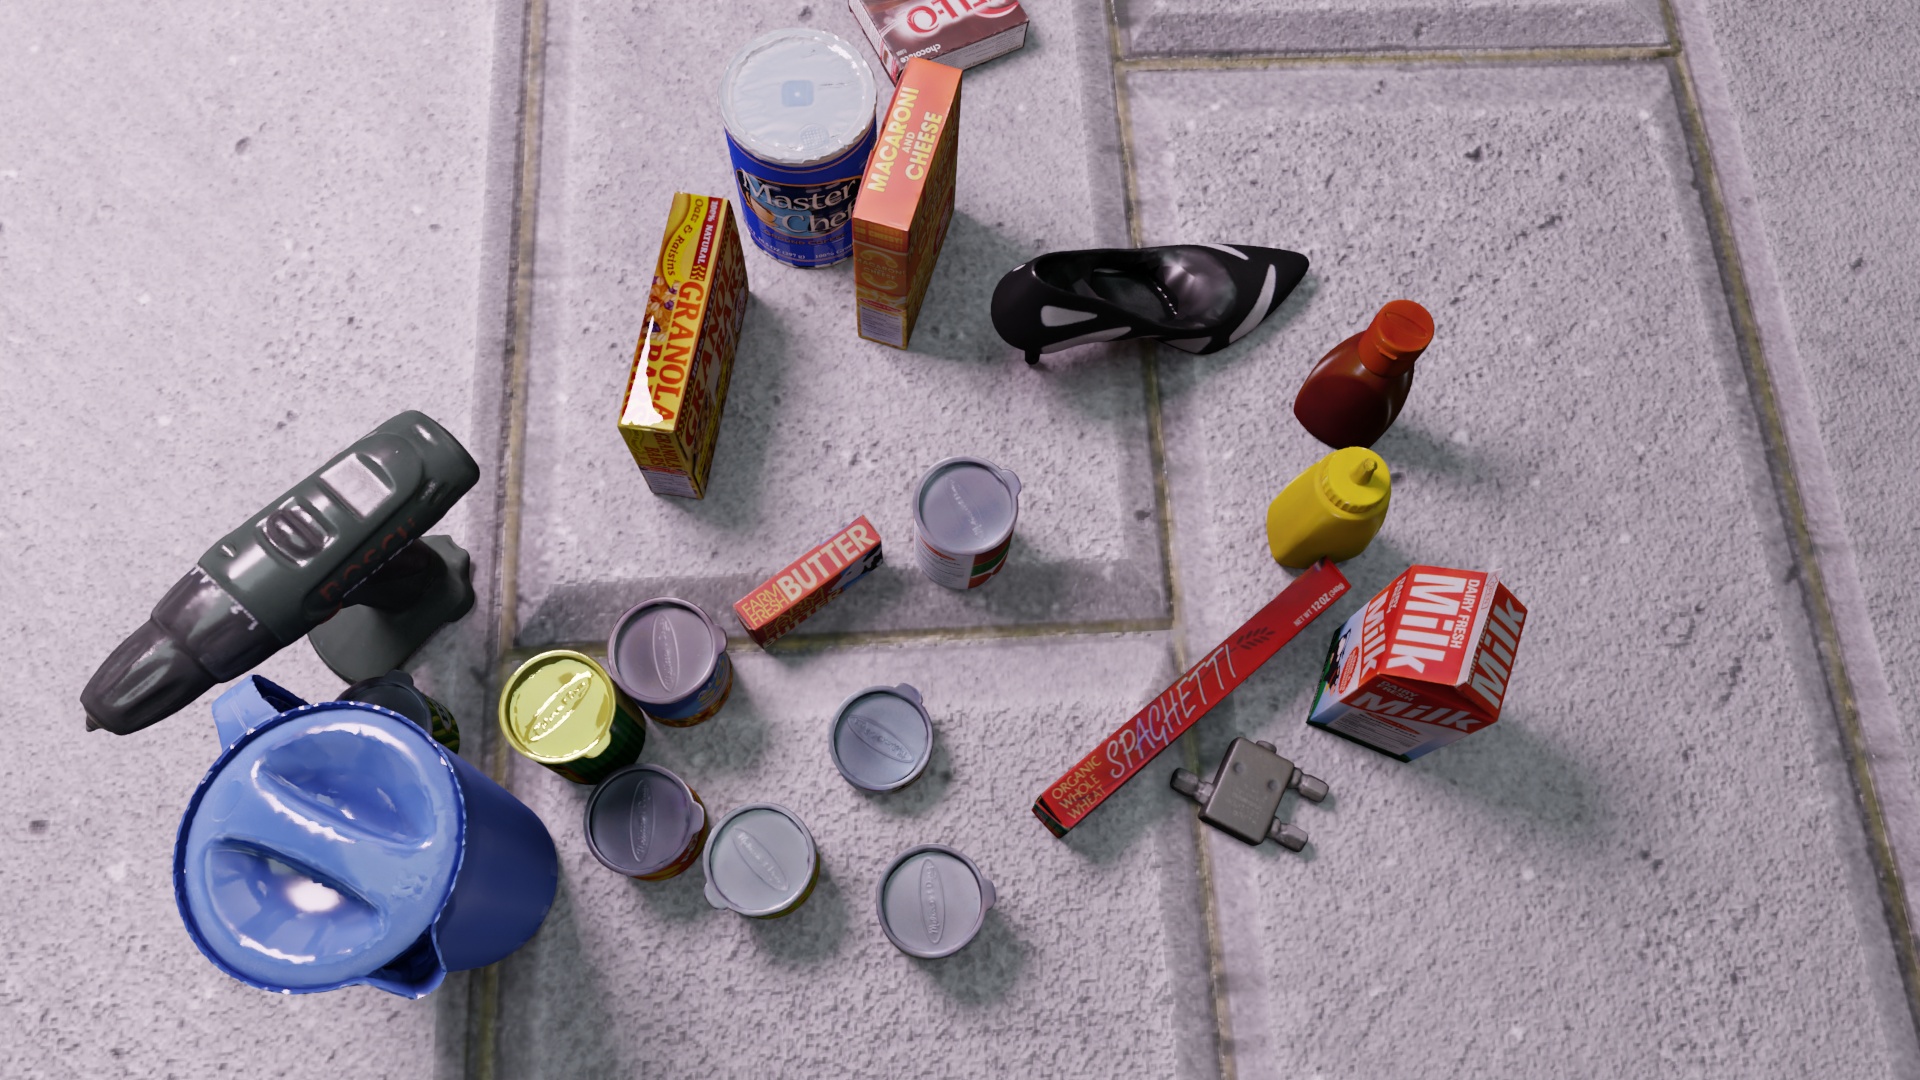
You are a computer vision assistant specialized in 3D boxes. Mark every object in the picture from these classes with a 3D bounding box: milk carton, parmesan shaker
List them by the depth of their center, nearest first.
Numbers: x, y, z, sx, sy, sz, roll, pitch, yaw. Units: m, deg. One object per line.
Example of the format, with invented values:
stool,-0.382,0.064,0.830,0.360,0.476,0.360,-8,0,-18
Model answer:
milk carton,0.276,0.073,0.831,0.073,0.190,0.072,22,73,5
parmesan shaker,-0.231,0.112,0.844,0.071,0.102,0.071,1,72,-2

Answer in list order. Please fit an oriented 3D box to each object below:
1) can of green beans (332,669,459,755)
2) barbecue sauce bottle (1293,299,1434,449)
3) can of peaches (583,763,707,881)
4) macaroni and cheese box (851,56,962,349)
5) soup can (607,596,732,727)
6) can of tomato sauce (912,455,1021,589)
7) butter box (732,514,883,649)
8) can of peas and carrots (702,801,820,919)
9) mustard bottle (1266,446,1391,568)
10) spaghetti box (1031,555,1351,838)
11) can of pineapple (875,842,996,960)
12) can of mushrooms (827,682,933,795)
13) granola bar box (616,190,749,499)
can of green beans,-0.351,0.122,0.859,0.071,0.057,0.071,1,72,-2
barbecue sauce bottle,0.268,-0.108,0.913,0.065,0.148,0.044,32,74,8
can of peaches,-0.189,0.173,0.849,0.071,0.058,0.071,1,72,-2
macaroni and cheese box,-0.036,-0.220,0.928,0.040,0.166,0.124,16,72,3
soup can,-0.176,0.077,0.867,0.071,0.083,0.071,1,72,-2
can of tomato sauce,0.003,-0.011,0.904,0.071,0.083,0.071,1,72,-2
butter box,-0.097,0.028,0.903,0.104,0.053,0.024,-36,77,-13
can of peas and carrots,-0.121,0.197,0.843,0.071,0.058,0.071,1,72,-2
mustard bottle,0.239,-0.024,0.878,0.065,0.159,0.049,-3,72,-3
spaghetti box,0.148,0.100,0.891,0.251,0.050,0.029,-38,77,-13
can of pineapple,-0.016,0.220,0.840,0.071,0.057,0.071,1,72,-2
can of mushrooms,-0.049,0.126,0.883,0.071,0.033,0.071,1,72,-2
granola bar box,-0.177,-0.125,0.913,0.039,0.124,0.166,9,72,1
